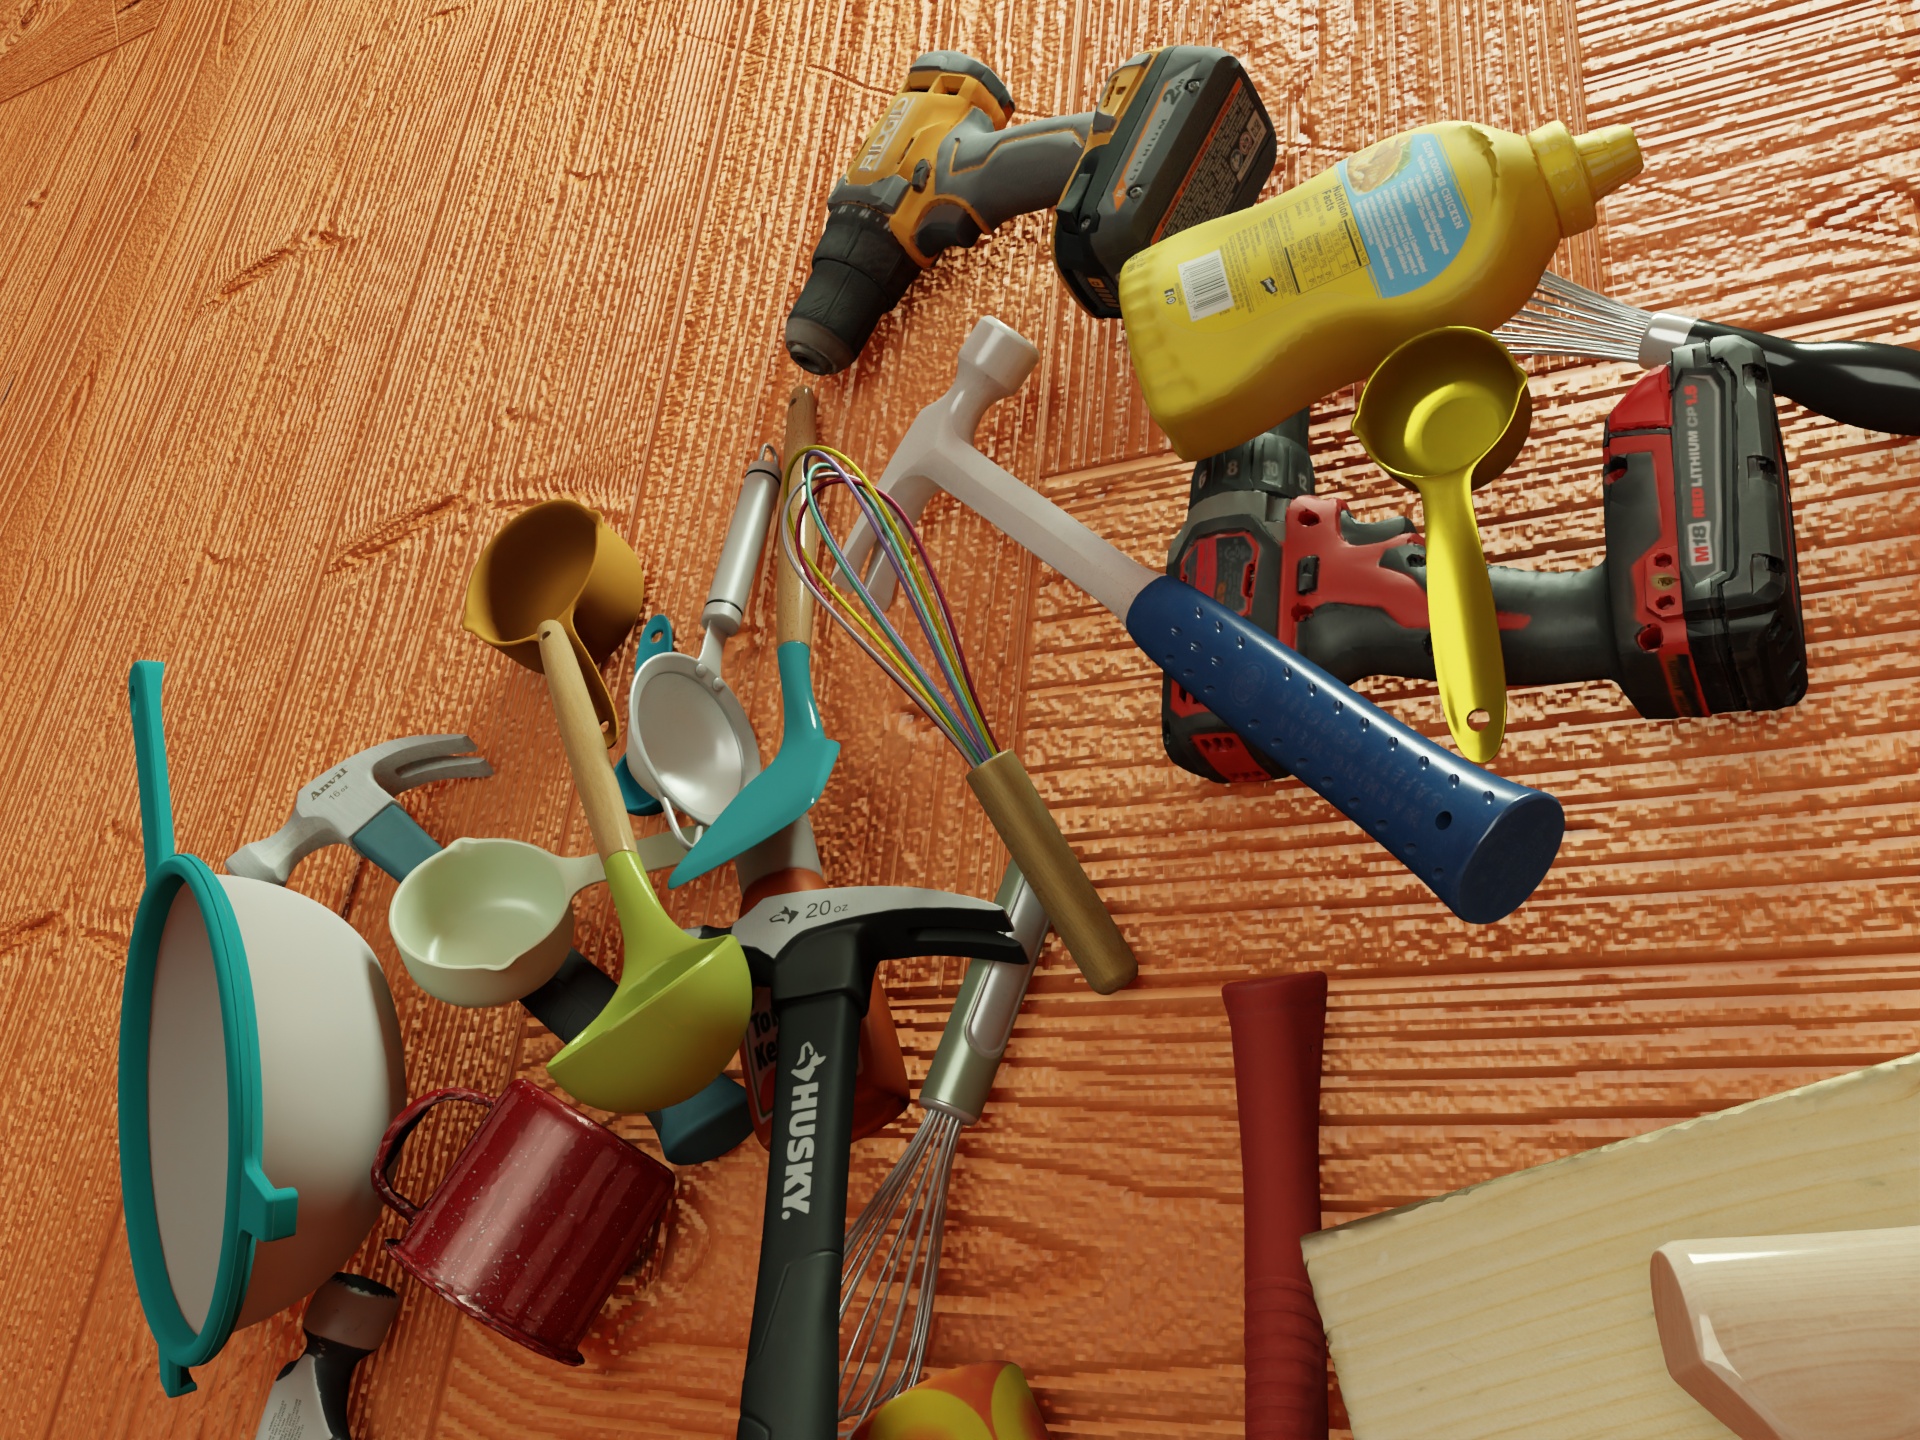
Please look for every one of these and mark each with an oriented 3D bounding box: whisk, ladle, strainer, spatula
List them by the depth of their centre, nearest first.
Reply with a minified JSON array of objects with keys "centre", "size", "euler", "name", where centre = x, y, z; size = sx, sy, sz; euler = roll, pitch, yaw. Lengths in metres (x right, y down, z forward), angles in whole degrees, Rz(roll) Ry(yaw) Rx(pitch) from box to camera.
[{"centre":[-0.008,0.156,0.604],"size":[0.059,0.057,0.246],"euler":[-24,40,62],"name":"whisk"},{"centre":[0.245,-0.153,0.622],"size":[0.285,0.070,0.070],"euler":[24,78,32],"name":"whisk"},{"centre":[-0.002,-0.001,0.625],"size":[0.047,0.051,0.245],"euler":[-32,85,16],"name":"whisk"},{"centre":[-0.151,0.036,0.651],"size":[0.078,0.062,0.321],"euler":[-35,40,2],"name":"ladle"},{"centre":[-0.320,0.112,0.728],"size":[0.211,0.095,0.341],"euler":[-50,51,39],"name":"strainer"},{"centre":[-0.084,-0.058,0.743],"size":[0.082,0.044,0.318],"euler":[-30,44,28],"name":"spatula"},{"centre":[-0.117,-0.041,0.766],"size":[0.050,0.086,0.259],"euler":[-18,45,32],"name":"strainer"}]

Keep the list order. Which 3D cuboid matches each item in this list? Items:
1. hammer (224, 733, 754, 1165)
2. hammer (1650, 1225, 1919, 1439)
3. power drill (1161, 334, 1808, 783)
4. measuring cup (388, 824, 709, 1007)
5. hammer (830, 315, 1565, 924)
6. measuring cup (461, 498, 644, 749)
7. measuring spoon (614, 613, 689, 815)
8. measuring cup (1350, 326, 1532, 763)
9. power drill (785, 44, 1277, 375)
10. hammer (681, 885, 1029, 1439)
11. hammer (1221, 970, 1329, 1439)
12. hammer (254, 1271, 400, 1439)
[{"centre":[-0.214,0.104,0.745],"size":[0.331,0.033,0.128],"euler":[30,64,34],"name":"hammer"},{"centre":[0.362,0.103,0.342],"size":[0.410,0.038,0.146],"euler":[-6,59,6],"name":"hammer"},{"centre":[0.184,-0.075,0.601],"size":[0.227,0.080,0.188],"euler":[-7,61,30],"name":"power drill"},{"centre":[-0.167,0.080,0.713],"size":[0.167,0.038,0.083],"euler":[-15,44,-21],"name":"measuring cup"},{"centre":[0.064,-0.042,0.604],"size":[0.144,0.035,0.406],"euler":[-56,36,8],"name":"hammer"},{"centre":[-0.192,-0.038,0.814],"size":[0.095,0.052,0.174],"euler":[-38,54,7],"name":"measuring cup"},{"centre":[-0.150,-0.002,0.795],"size":[0.042,0.021,0.129],"euler":[-19,47,15],"name":"measuring spoon"},{"centre":[0.172,-0.059,0.541],"size":[0.062,0.029,0.157],"euler":[-12,70,32],"name":"measuring cup"},{"centre":[0.020,-0.246,0.788],"size":[0.226,0.084,0.185],"euler":[18,75,40],"name":"power drill"},{"centre":[-0.048,0.191,0.514],"size":[0.146,0.035,0.335],"euler":[-13,43,12],"name":"hammer"},{"centre":[0.100,0.240,0.470],"size":[0.037,0.149,0.359],"euler":[-13,48,24],"name":"hammer"},{"centre":[-0.136,0.342,0.583],"size":[0.409,0.036,0.149],"euler":[10,71,33],"name":"hammer"}]
